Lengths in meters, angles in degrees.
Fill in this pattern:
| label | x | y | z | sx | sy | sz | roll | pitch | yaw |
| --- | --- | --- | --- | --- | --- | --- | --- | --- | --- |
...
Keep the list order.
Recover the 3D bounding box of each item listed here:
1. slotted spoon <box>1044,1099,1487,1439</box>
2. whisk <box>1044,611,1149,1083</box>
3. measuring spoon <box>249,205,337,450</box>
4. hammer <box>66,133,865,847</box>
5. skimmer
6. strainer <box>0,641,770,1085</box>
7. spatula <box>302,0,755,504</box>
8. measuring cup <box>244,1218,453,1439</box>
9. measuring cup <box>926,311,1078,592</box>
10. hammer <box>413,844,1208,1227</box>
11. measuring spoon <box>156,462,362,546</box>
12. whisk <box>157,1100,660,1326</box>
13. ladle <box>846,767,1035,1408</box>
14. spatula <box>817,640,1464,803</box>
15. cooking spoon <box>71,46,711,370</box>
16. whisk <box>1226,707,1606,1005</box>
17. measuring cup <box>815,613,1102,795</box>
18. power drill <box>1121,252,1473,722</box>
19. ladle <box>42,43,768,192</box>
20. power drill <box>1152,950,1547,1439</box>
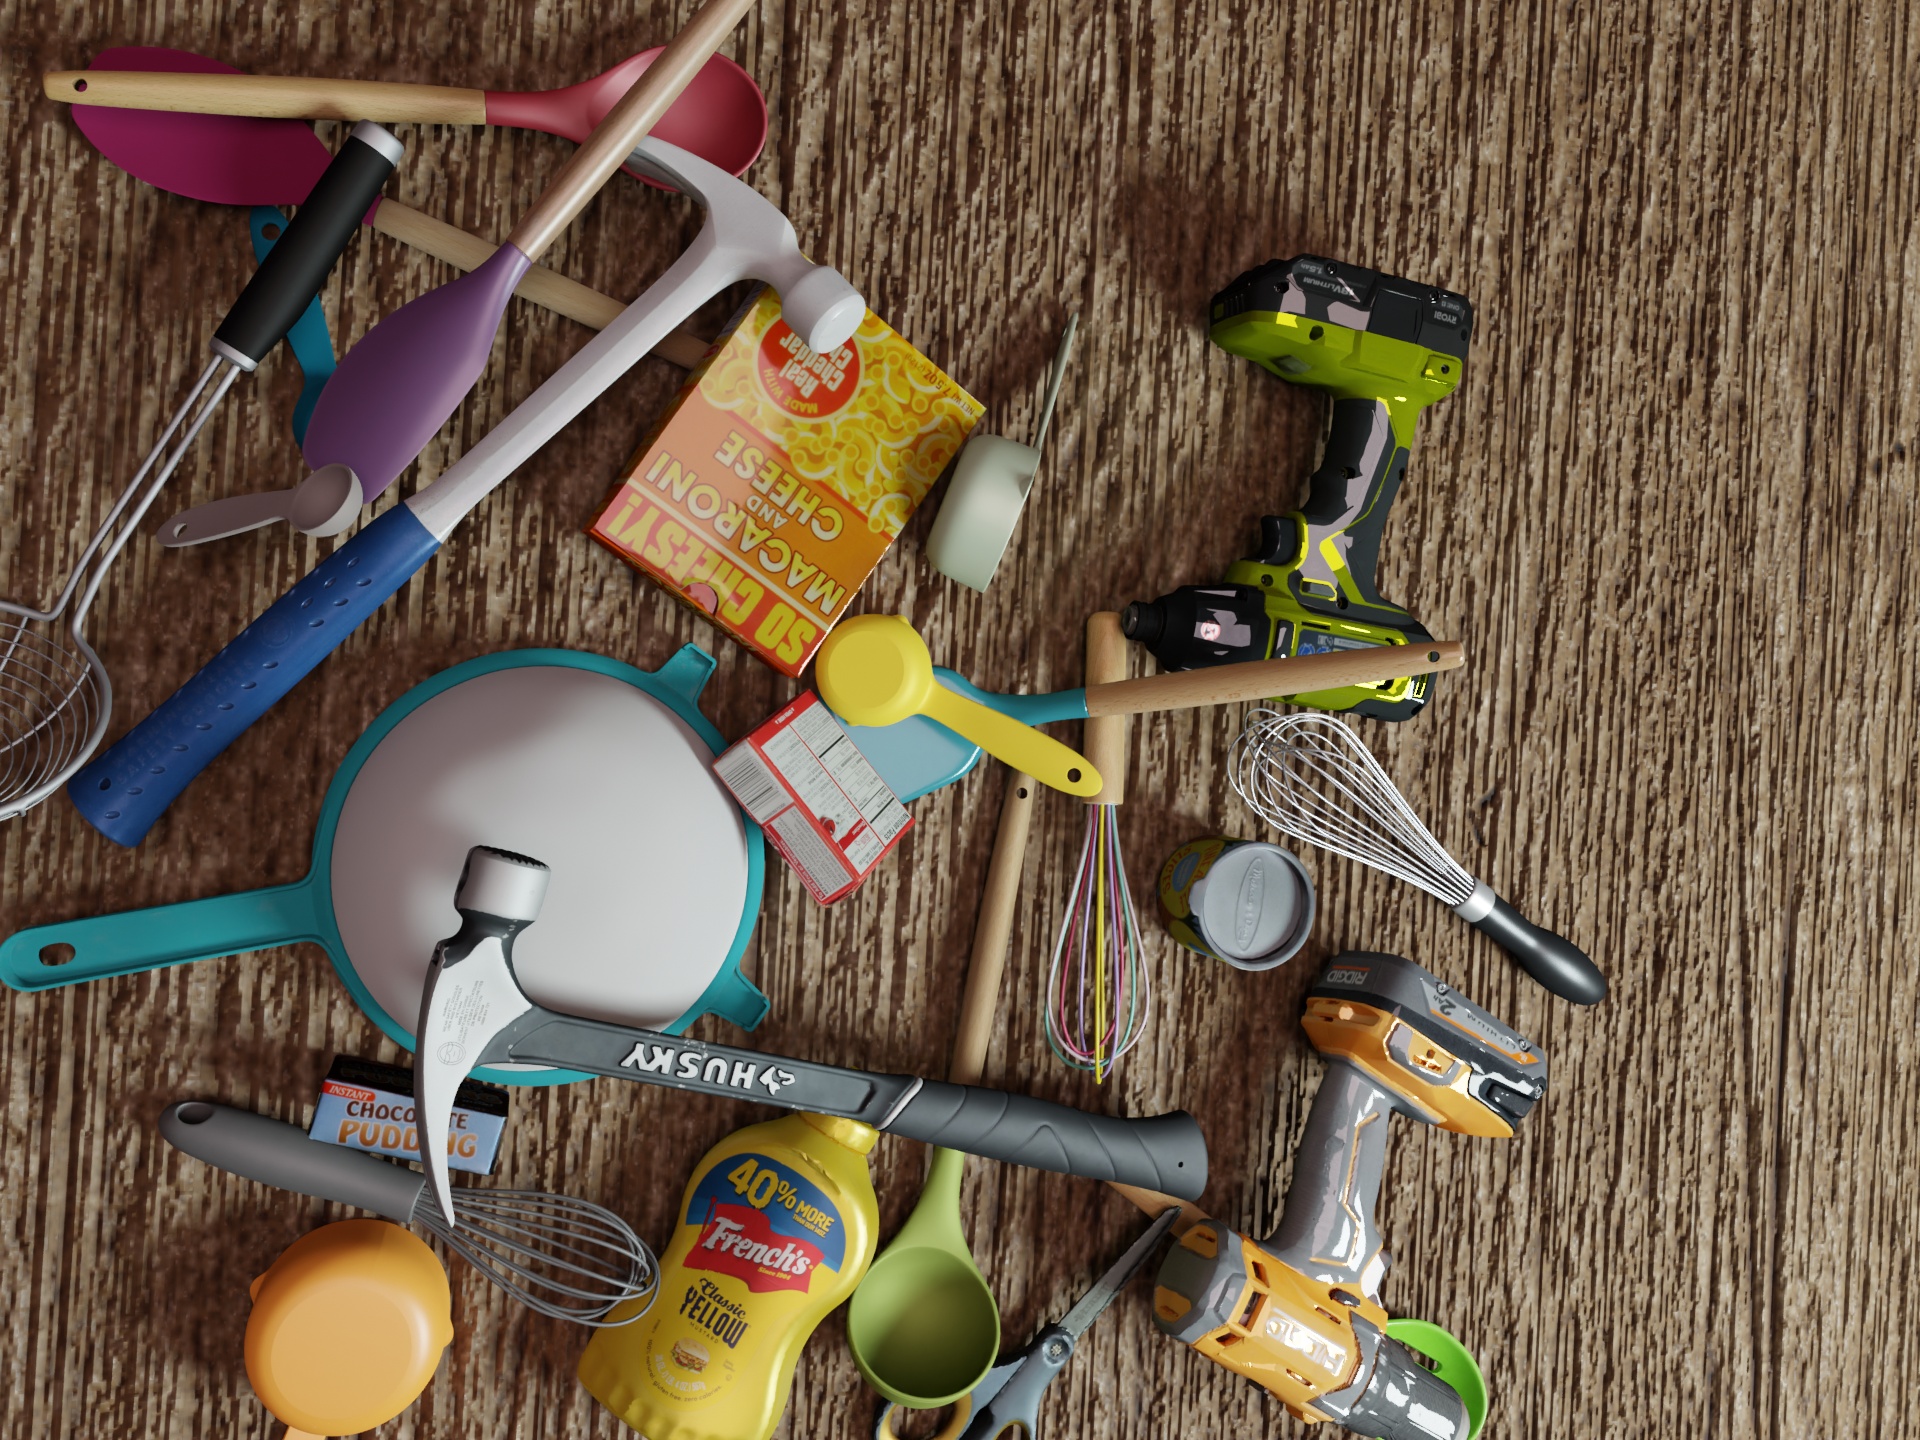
| label | x | y | z | sx | sy | sz | roll | pitch | yaw |
| --- | --- | --- | --- | --- | --- | --- | --- | --- | --- |
| slotted spoon | 0.161 | 0.298 | 0.862 | 0.313 | 0.031 | 0.070 | 38 | 80 | -10 |
| whisk | 0.073 | 0.066 | 0.833 | 0.047 | 0.051 | 0.245 | 8 | 82 | -53 |
| measuring spoon | -0.302 | -0.179 | 0.734 | 0.042 | 0.021 | 0.128 | -20 | 95 | -14 |
| hammer | -0.238 | -0.101 | 0.718 | 0.405 | 0.035 | 0.144 | -43 | 80 | -3 |
| skimmer | -0.356 | -0.114 | 0.673 | 0.127 | 0.090 | 0.363 | 31 | 85 | 7 |
| strainer | -0.250 | 0.081 | 0.711 | 0.340 | 0.095 | 0.211 | -9 | 93 | -17 |
| spatula | -0.182 | -0.229 | 0.708 | 0.060 | 0.018 | 0.316 | 38 | 86 | 13 |
| measuring cup | -0.294 | 0.318 | 0.721 | 0.095 | 0.052 | 0.174 | 22 | 82 | -15 |
| measuring cup | 0.022 | -0.145 | 0.809 | 0.038 | 0.083 | 0.168 | 20 | 69 | -5 |
| hammer | -0.048 | 0.178 | 0.731 | 0.408 | 0.036 | 0.149 | 19 | 83 | -28 |
| measuring spoon | -0.309 | -0.088 | 0.702 | 0.018 | 0.124 | 0.034 | 45 | 47 | -51 |
| whisk | -0.251 | 0.222 | 0.728 | 0.239 | 0.055 | 0.055 | 20 | 85 | -4 |
| ladle | 0.005 | 0.180 | 0.804 | 0.078 | 0.062 | 0.320 | 12 | 84 | -10 |
| spatula | 0.088 | -0.010 | 0.794 | 0.317 | 0.044 | 0.082 | -8 | 91 | 13 |
| cooking spoon | -0.249 | -0.228 | 0.750 | 0.318 | 0.017 | 0.069 | 22 | 74 | -14 |
| whisk | 0.259 | 0.080 | 0.876 | 0.284 | 0.070 | 0.070 | 35 | 81 | -18 |
| measuring cup | -0.001 | -0.002 | 0.780 | 0.156 | 0.029 | 0.062 | 28 | 94 | 9 |
| power drill | 0.180 | -0.121 | 0.841 | 0.171 | 0.080 | 0.223 | 9 | 91 | -16 |
| ladle | -0.248 | -0.285 | 0.738 | 0.315 | 0.031 | 0.069 | -4 | 99 | -18 |
| power drill | 0.225 | 0.260 | 0.838 | 0.185 | 0.084 | 0.226 | 34 | 74 | -12 |
